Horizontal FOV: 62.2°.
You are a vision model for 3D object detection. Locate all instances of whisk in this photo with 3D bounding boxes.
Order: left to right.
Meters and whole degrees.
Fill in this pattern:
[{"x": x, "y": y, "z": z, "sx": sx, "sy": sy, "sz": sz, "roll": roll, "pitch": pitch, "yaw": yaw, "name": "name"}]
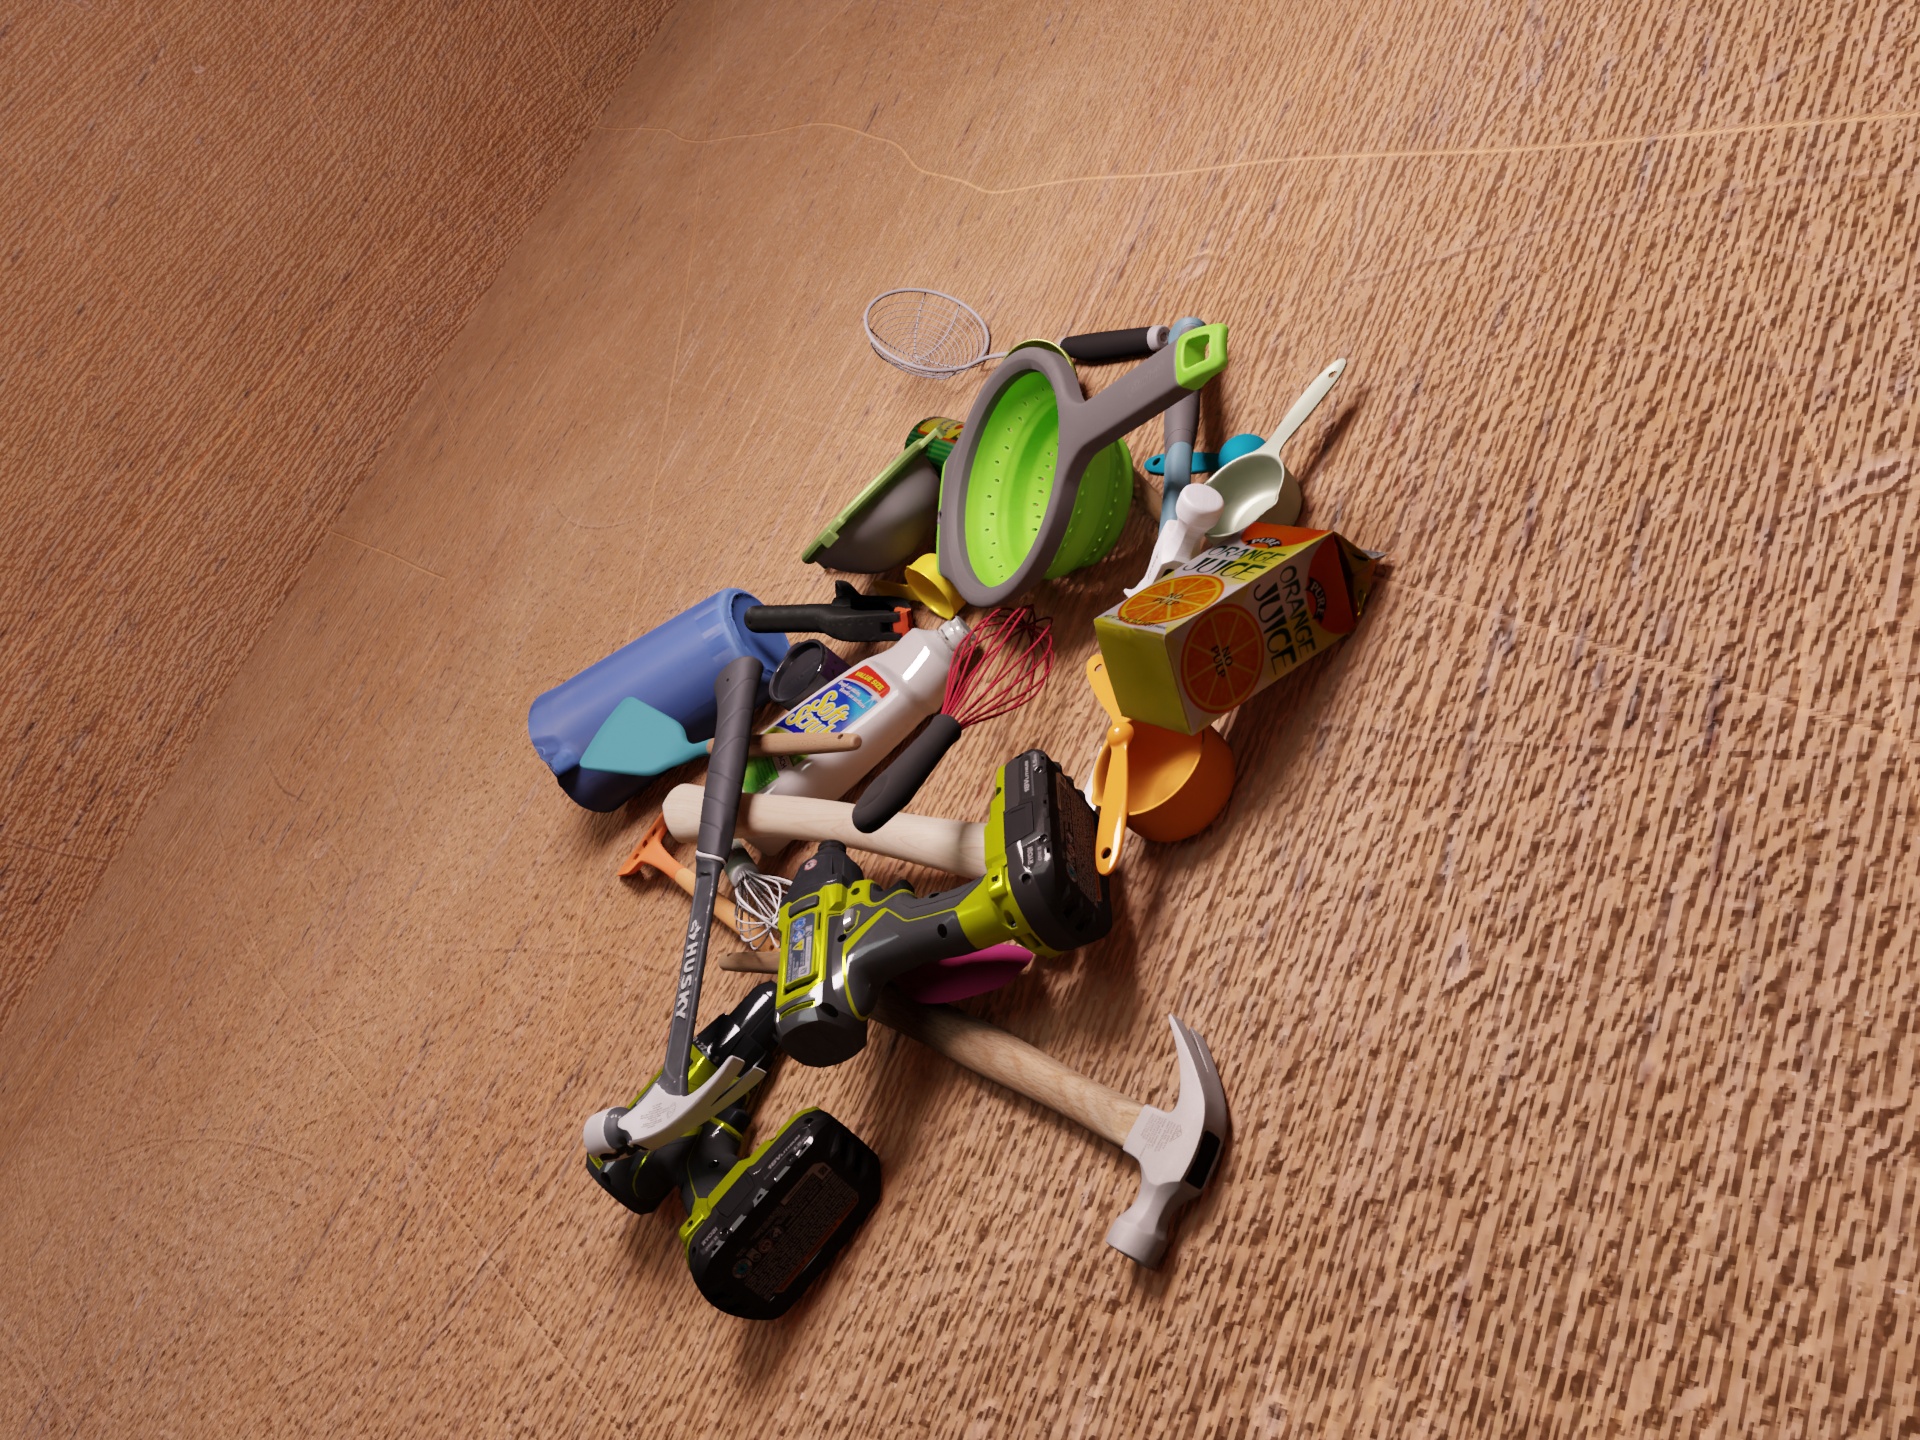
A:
[{"x": -0.171, "y": 0.128, "z": 1.277, "sx": 0.058, "sy": 0.059, "sz": 0.246, "roll": -55, "pitch": 21, "yaw": -2, "name": "whisk"}, {"x": -0.002, "y": -0.004, "z": 1.139, "sx": 0.073, "sy": 0.073, "sz": 0.296, "roll": -20, "pitch": 18, "yaw": 36, "name": "whisk"}]

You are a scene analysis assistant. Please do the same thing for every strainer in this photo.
[{"x": -0.080, "y": -0.163, "z": 1.442, "sx": 0.151, "sy": 0.069, "sz": 0.256, "roll": -47, "pitch": 5, "yaw": -19, "name": "strainer"}]

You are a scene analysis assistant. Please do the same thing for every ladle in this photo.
[{"x": 0.108, "y": -0.232, "z": 1.324, "sx": 0.078, "sy": 0.062, "sz": 0.321, "roll": -57, "pitch": 33, "yaw": 21, "name": "ladle"}]

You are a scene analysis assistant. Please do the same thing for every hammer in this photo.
[{"x": -0.186, "y": 0.116, "z": 1.181, "sx": 0.149, "sy": 0.036, "sz": 0.409, "roll": -26, "pitch": 44, "yaw": 32, "name": "hammer"}, {"x": -0.069, "y": 0.073, "z": 1.189, "sx": 0.411, "sy": 0.038, "sz": 0.146, "roll": 5, "pitch": 60, "yaw": 39, "name": "hammer"}, {"x": 0.038, "y": 0.215, "z": 0.996, "sx": 0.331, "sy": 0.031, "sz": 0.130, "roll": 14, "pitch": 69, "yaw": 54, "name": "hammer"}, {"x": 0.164, "y": -0.206, "z": 1.187, "sx": 0.331, "sy": 0.033, "sz": 0.128, "roll": -79, "pitch": 6, "yaw": -46, "name": "hammer"}]

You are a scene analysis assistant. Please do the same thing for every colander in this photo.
[{"x": 0.107, "y": -0.196, "z": 1.178, "sx": 0.397, "sy": 0.094, "sz": 0.205, "roll": -21, "pitch": 63, "yaw": 62, "name": "colander"}]

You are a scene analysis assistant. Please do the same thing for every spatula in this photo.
[{"x": -0.222, "y": 0.146, "z": 1.368, "sx": 0.081, "sy": 0.041, "sz": 0.323, "roll": -55, "pitch": 38, "yaw": -8, "name": "spatula"}, {"x": -0.197, "y": 0.016, "z": 1.322, "sx": 0.317, "sy": 0.044, "sz": 0.082, "roll": -3, "pitch": 47, "yaw": 44, "name": "spatula"}]

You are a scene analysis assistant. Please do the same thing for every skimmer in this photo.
[{"x": 0.050, "y": -0.375, "z": 1.493, "sx": 0.127, "sy": 0.090, "sz": 0.363, "roll": -32, "pitch": 25, "yaw": -33, "name": "skimmer"}]

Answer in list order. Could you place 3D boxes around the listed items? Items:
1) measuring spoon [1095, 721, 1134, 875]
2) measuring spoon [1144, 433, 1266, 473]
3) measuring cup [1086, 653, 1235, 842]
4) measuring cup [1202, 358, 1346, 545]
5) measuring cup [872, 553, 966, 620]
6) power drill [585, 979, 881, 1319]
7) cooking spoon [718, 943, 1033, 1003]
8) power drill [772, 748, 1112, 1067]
[{"x": 0.096, "y": 0.047, "z": 1.014, "sx": 0.021, "sy": 0.011, "sz": 0.117, "roll": -21, "pitch": 44, "yaw": 36, "name": "measuring spoon"}, {"x": 0.184, "y": -0.207, "z": 1.240, "sx": 0.129, "sy": 0.021, "sz": 0.042, "roll": 9, "pitch": 65, "yaw": 52, "name": "measuring spoon"}, {"x": 0.127, "y": 0.014, "z": 1.071, "sx": 0.095, "sy": 0.052, "sz": 0.174, "roll": -41, "pitch": 33, "yaw": 13, "name": "measuring cup"}, {"x": 0.237, "y": -0.188, "z": 1.152, "sx": 0.167, "sy": 0.038, "sz": 0.083, "roll": -52, "pitch": 34, "yaw": -7, "name": "measuring cup"}, {"x": -0.038, "y": -0.122, "z": 1.398, "sx": 0.029, "sy": 0.062, "sz": 0.157, "roll": -45, "pitch": 22, "yaw": -14, "name": "measuring cup"}, {"x": -0.150, "y": 0.287, "z": 1.102, "sx": 0.190, "sy": 0.080, "sz": 0.229, "roll": -48, "pitch": 31, "yaw": -12, "name": "power drill"}, {"x": -0.074, "y": 0.173, "z": 1.125, "sx": 0.319, "sy": 0.017, "sz": 0.069, "roll": -8, "pitch": 22, "yaw": 45, "name": "cooking spoon"}, {"x": -0.020, "y": 0.113, "z": 1.035, "sx": 0.223, "sy": 0.080, "sz": 0.171, "roll": -25, "pitch": 38, "yaw": 21, "name": "power drill"}]
